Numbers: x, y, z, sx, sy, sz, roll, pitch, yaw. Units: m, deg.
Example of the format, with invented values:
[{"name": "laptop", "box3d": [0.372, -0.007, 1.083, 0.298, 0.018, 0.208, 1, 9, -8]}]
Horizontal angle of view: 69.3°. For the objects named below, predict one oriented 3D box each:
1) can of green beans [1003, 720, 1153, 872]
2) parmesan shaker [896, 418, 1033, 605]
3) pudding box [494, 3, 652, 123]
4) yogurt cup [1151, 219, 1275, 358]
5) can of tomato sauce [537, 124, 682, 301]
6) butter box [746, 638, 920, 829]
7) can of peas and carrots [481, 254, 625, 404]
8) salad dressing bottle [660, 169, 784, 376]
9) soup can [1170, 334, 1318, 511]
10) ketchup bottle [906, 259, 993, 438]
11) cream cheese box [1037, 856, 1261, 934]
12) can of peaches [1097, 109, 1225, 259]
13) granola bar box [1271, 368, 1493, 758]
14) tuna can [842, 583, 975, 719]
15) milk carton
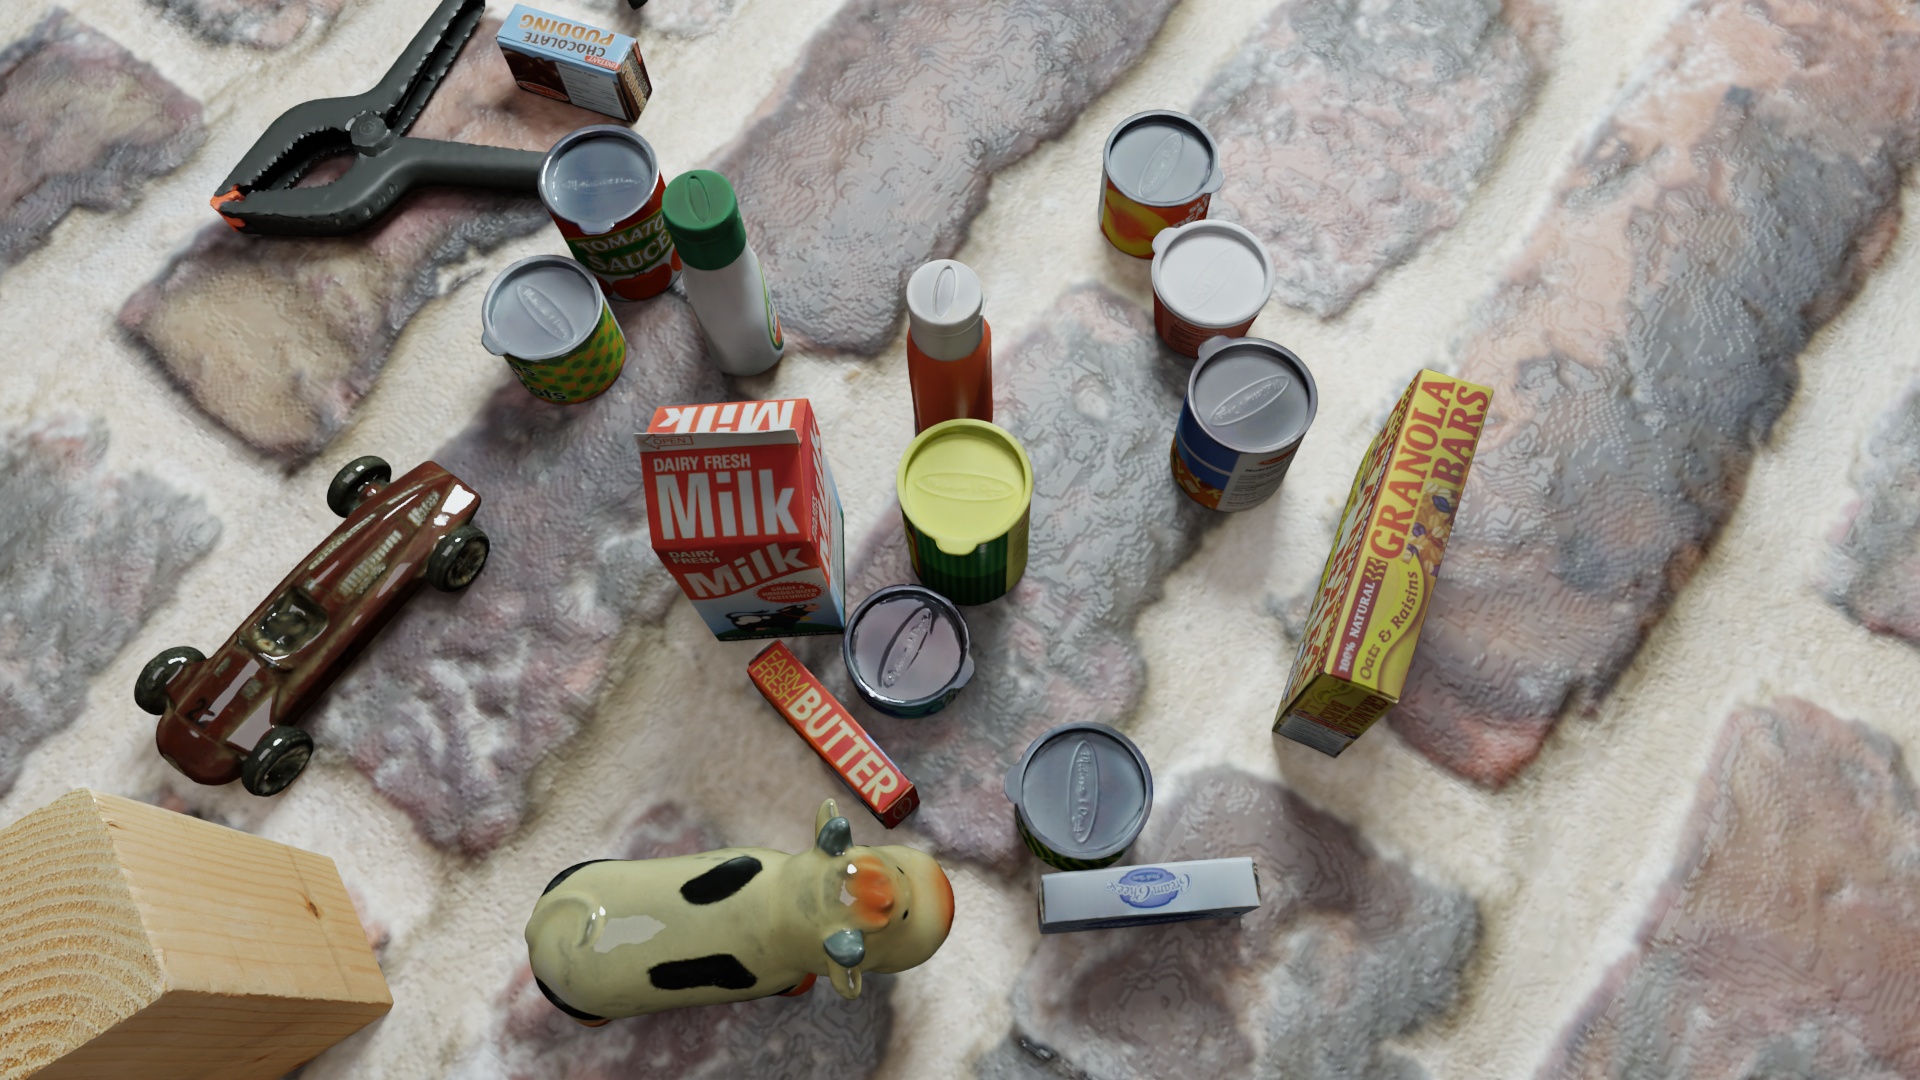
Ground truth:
[{"name": "can of green beans", "box3d": [0.059, 0.128, 0.687, 0.071, 0.057, 0.071, 0, 69, 1]}, {"name": "parmesan shaker", "box3d": [0.003, -0.009, 0.716, 0.071, 0.102, 0.071, 0, 70, 1]}, {"name": "pudding box", "box3d": [-0.238, -0.294, 0.857, 0.084, 0.049, 0.030, 18, 71, 8]}, {"name": "yogurt cup", "box3d": [0.140, -0.139, 0.789, 0.072, 0.053, 0.072, 0, 69, 1]}, {"name": "can of tomato sauce", "box3d": [-0.196, -0.184, 0.797, 0.071, 0.082, 0.071, 0, 70, 1]}, {"name": "butter box", "box3d": [-0.064, 0.099, 0.703, 0.024, 0.053, 0.103, -42, 74, -13]}, {"name": "can of peas and carrots", "box3d": [-0.230, -0.116, 0.785, 0.071, 0.058, 0.071, 0, 69, 1]}, {"name": "salad dressing bottle", "box3d": [-0.127, -0.141, 0.744, 0.044, 0.147, 0.064, -16, 70, -5]}, {"name": "soup can", "box3d": [0.148, -0.062, 0.743, 0.071, 0.083, 0.071, 0, 70, 1]}, {"name": "ketchup bottle", "box3d": [-0.005, -0.092, 0.723, 0.043, 0.148, 0.065, 8, 70, 4]}, {"name": "cream cheese box", "box3d": [0.089, 0.172, 0.672, 0.104, 0.053, 0.024, -5, 70, -1]}, {"name": "can of peaches", "box3d": [0.117, -0.206, 0.812, 0.071, 0.058, 0.071, 0, 69, 1]}, {"name": "granola bar box", "box3d": [0.207, 0.014, 0.692, 0.039, 0.123, 0.166, 21, 71, 9]}, {"name": "tuna can", "box3d": [-0.025, 0.060, 0.728, 0.071, 0.032, 0.071, 0, 69, 1]}, {"name": "milk carton", "box3d": [-0.101, -0.013, 0.673, 0.072, 0.190, 0.073, -3, 70, 0]}]
